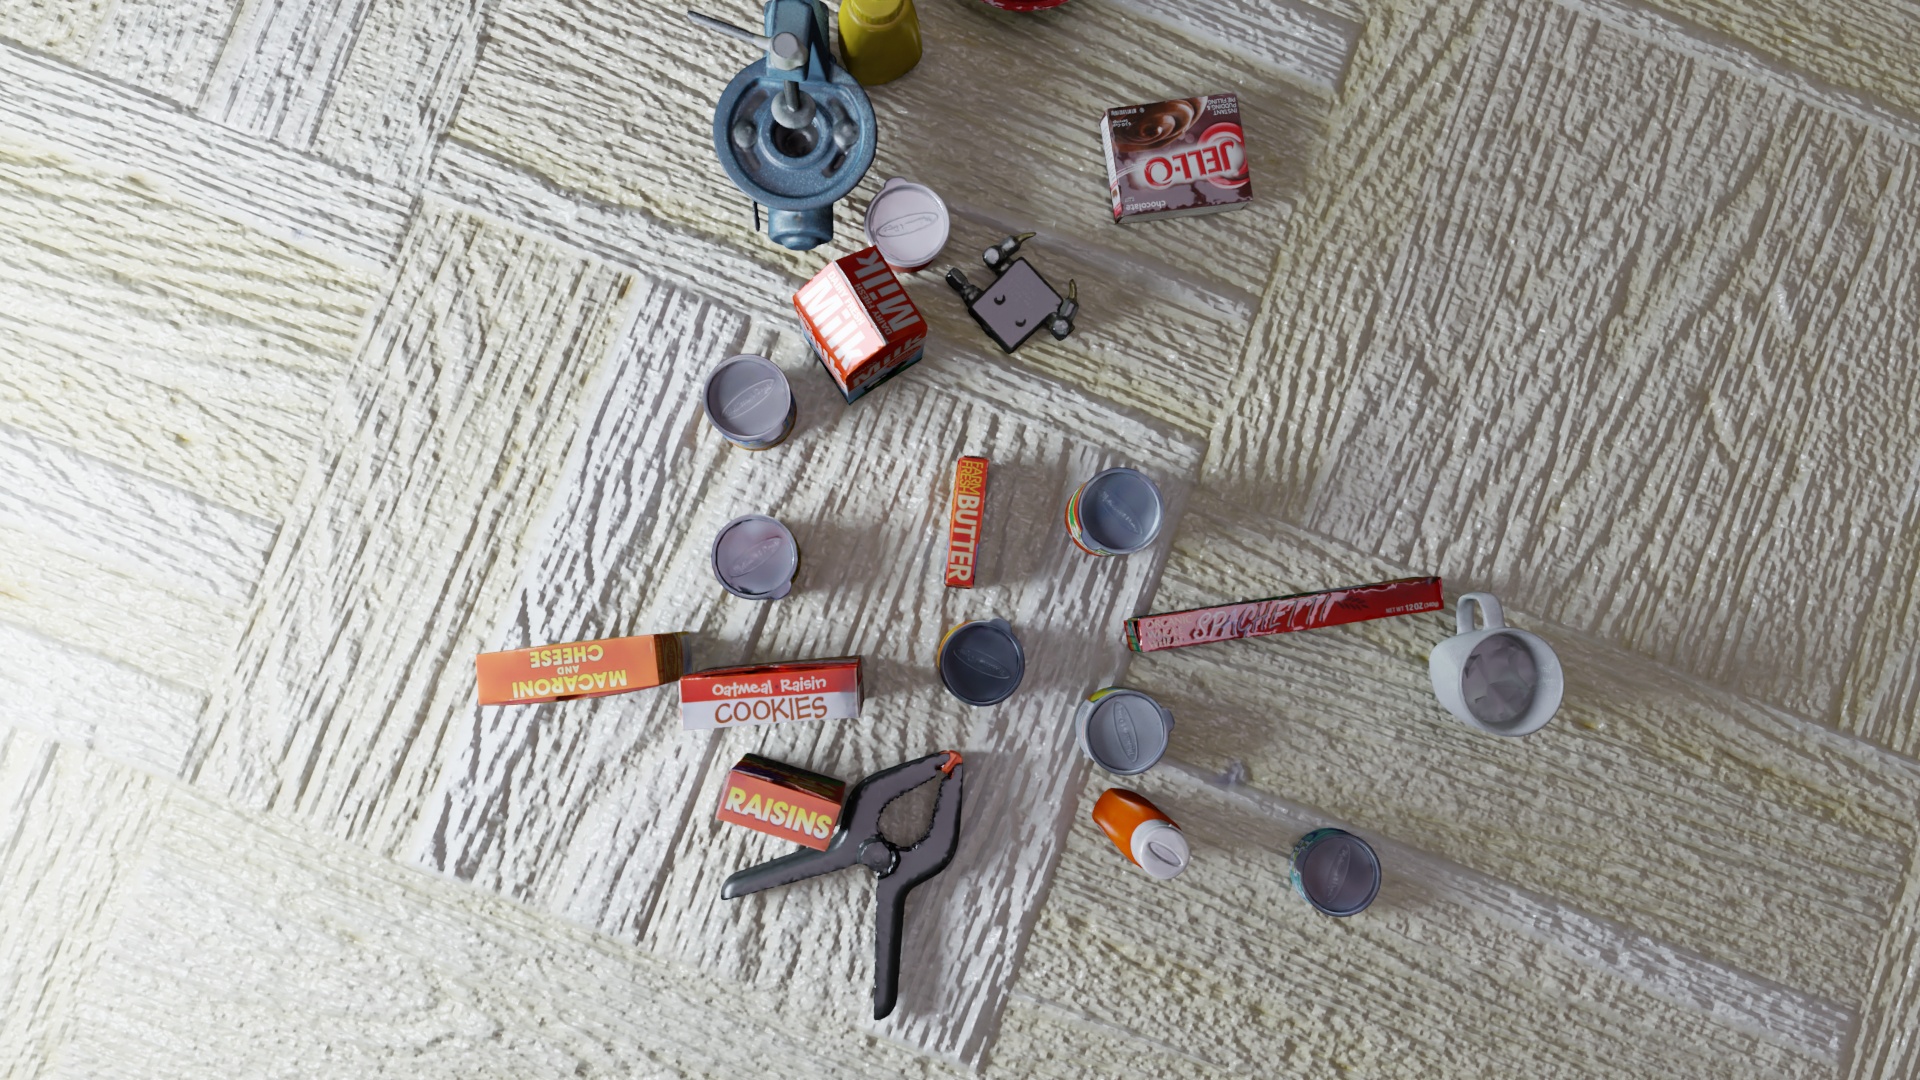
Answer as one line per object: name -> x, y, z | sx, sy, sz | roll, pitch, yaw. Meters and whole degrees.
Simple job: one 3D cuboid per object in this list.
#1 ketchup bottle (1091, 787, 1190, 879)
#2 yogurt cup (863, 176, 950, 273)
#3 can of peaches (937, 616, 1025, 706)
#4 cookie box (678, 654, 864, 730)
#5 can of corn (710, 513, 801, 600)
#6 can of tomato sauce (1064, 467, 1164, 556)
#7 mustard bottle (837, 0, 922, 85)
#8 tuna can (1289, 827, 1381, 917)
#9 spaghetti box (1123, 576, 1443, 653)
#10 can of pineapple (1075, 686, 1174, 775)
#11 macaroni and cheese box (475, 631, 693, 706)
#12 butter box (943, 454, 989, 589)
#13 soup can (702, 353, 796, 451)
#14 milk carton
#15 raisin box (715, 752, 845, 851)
ketchup bottle -> 0.140, 0.222, 1.046 | 0.065, 0.148, 0.043 | 33, 86, -1
yogurt cup -> -0.043, -0.246, 1.111 | 0.072, 0.054, 0.072 | 0, 87, -3
can of peaches -> 0.017, 0.093, 1.092 | 0.071, 0.058, 0.071 | 0, 87, -3
cookie box -> -0.134, 0.110, 1.028 | 0.123, 0.167, 0.040 | -4, 88, -3
can of corn -> -0.157, 0.016, 1.087 | 0.071, 0.058, 0.071 | 0, 87, -3
can of tomato sauce -> 0.118, -0.019, 1.092 | 0.071, 0.083, 0.071 | 0, 87, -3
mustard bottle -> -0.062, -0.400, 1.065 | 0.065, 0.160, 0.049 | -21, 89, -4
tuna can -> 0.297, 0.264, 1.111 | 0.071, 0.033, 0.071 | 0, 87, -3
spaghetti box -> 0.257, 0.059, 1.112 | 0.250, 0.050, 0.028 | -8, 88, -4
can of pineapple -> 0.128, 0.149, 1.095 | 0.071, 0.058, 0.071 | 0, 87, -3
macaroni and cheese box -> -0.270, 0.093, 1.022 | 0.124, 0.166, 0.040 | -6, 88, -3
butter box -> 0.004, -0.014, 1.100 | 0.024, 0.053, 0.103 | 7, 87, -3
soup can -> -0.161, -0.103, 1.081 | 0.071, 0.083, 0.071 | 0, 87, -3
milk carton -> -0.074, -0.160, 1.035 | 0.073, 0.190, 0.072 | -33, 89, -4
raisin box -> -0.132, 0.195, 1.046 | 0.086, 0.123, 0.040 | 18, 87, -2
